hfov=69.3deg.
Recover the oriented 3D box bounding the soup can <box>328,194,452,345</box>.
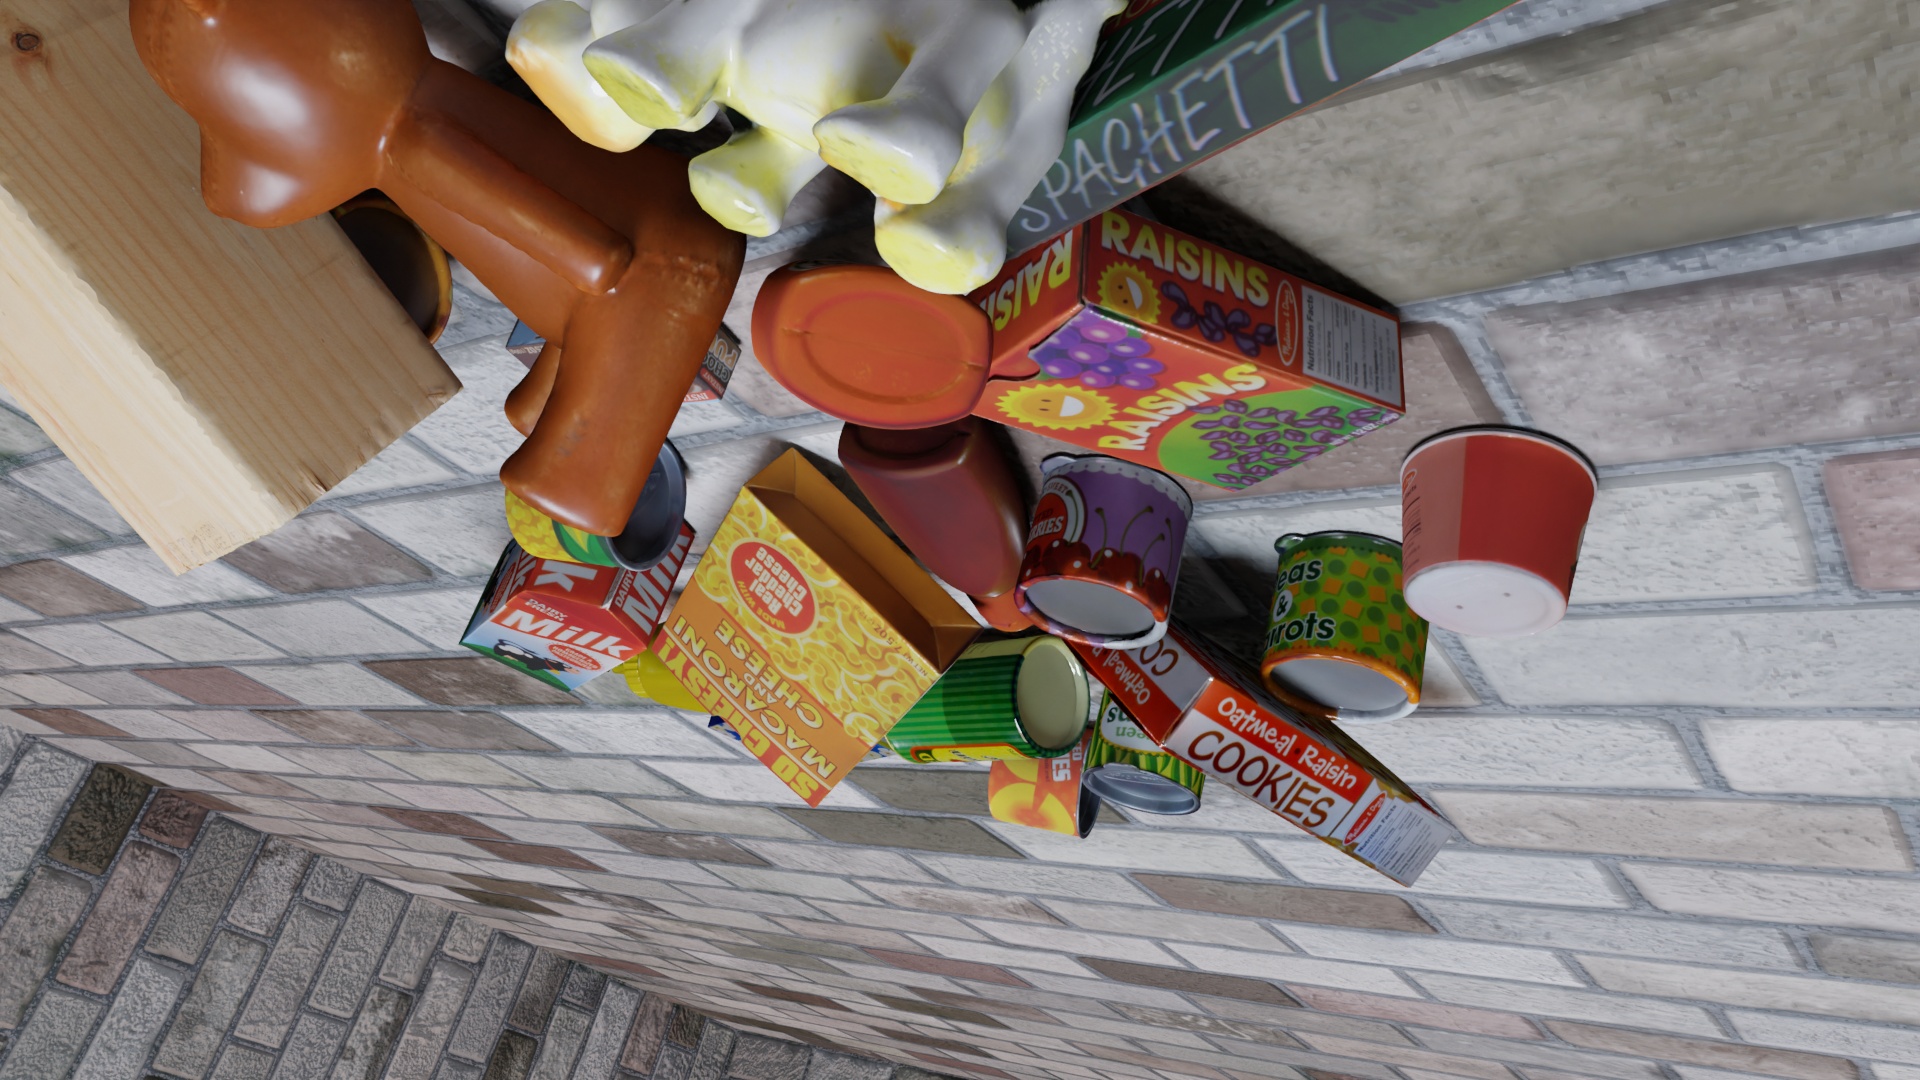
[{"bbox_3d":[-0.257,-0.102,0.562,0.084,0.071,0.071,0,149,30],"label":"soup can"}]

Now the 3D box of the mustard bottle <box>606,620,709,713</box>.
[{"bbox_3d":[-0.144,0.069,0.809,0.160,0.066,0.048,-5,137,23],"label":"mustard bottle"}]

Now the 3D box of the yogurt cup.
[{"bbox_3d":[0.191,-0.001,0.501,0.072,0.054,0.072,14,153,7],"label":"yogurt cup"}]

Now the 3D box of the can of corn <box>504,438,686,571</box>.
[{"bbox_3d":[-0.175,-0.023,0.665,0.058,0.071,0.071,6,151,23],"label":"can of corn"}]

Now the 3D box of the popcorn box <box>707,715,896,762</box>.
[{"bbox_3d":[-0.101,0.116,0.921,0.085,0.038,0.126,31,151,-24],"label":"popcorn box"}]

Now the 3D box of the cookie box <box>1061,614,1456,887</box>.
[{"bbox_3d":[0.132,0.085,0.645,0.167,0.040,0.123,32,-172,-28],"label":"cookie box"}]

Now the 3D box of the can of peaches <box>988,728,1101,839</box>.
[{"bbox_3d":[0.054,0.142,0.850,0.058,0.071,0.071,8,152,20],"label":"can of peaches"}]

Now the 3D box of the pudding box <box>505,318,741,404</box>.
[{"bbox_3d":[-0.138,-0.079,0.572,0.083,0.030,0.049,0,150,31],"label":"pudding box"}]

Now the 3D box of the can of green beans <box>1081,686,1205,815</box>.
[{"bbox_3d":[0.106,0.113,0.767,0.071,0.058,0.071,14,154,7],"label":"can of green beans"}]

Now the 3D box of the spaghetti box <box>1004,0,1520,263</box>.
[{"bbox_3d":[0.070,-0.124,0.337,0.028,0.050,0.249,35,149,-29],"label":"spaghetti box"}]

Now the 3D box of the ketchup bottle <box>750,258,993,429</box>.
[{"bbox_3d":[-0.037,-0.067,0.442,0.065,0.043,0.149,9,-170,-15],"label":"ketchup bottle"}]

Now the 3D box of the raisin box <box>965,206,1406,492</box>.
[{"bbox_3d":[0.067,-0.057,0.449,0.123,0.040,0.086,14,159,-26],"label":"raisin box"}]

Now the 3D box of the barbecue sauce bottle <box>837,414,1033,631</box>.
[{"bbox_3d":[0.002,-0.008,0.613,0.065,0.044,0.148,6,152,25],"label":"barbecue sauce bottle"}]

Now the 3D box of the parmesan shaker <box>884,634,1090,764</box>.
[{"bbox_3d":[0.011,0.089,0.765,0.103,0.071,0.071,-11,142,44],"label":"parmesan shaker"}]

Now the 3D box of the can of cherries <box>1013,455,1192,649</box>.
[{"bbox_3d":[0.058,0.005,0.587,0.071,0.058,0.071,13,154,7],"label":"can of cherries"}]

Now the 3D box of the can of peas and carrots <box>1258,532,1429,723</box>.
[{"bbox_3d":[0.161,0.037,0.586,0.071,0.059,0.070,13,153,7],"label":"can of peas and carrots"}]

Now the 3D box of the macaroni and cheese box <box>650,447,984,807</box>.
[{"bbox_3d":[-0.078,0.049,0.682,0.124,0.040,0.165,44,138,3],"label":"macaroni and cheese box"}]

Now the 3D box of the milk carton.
[{"bbox_3d":[-0.209,0.024,0.769,0.073,0.072,0.190,29,151,-22],"label":"milk carton"}]
